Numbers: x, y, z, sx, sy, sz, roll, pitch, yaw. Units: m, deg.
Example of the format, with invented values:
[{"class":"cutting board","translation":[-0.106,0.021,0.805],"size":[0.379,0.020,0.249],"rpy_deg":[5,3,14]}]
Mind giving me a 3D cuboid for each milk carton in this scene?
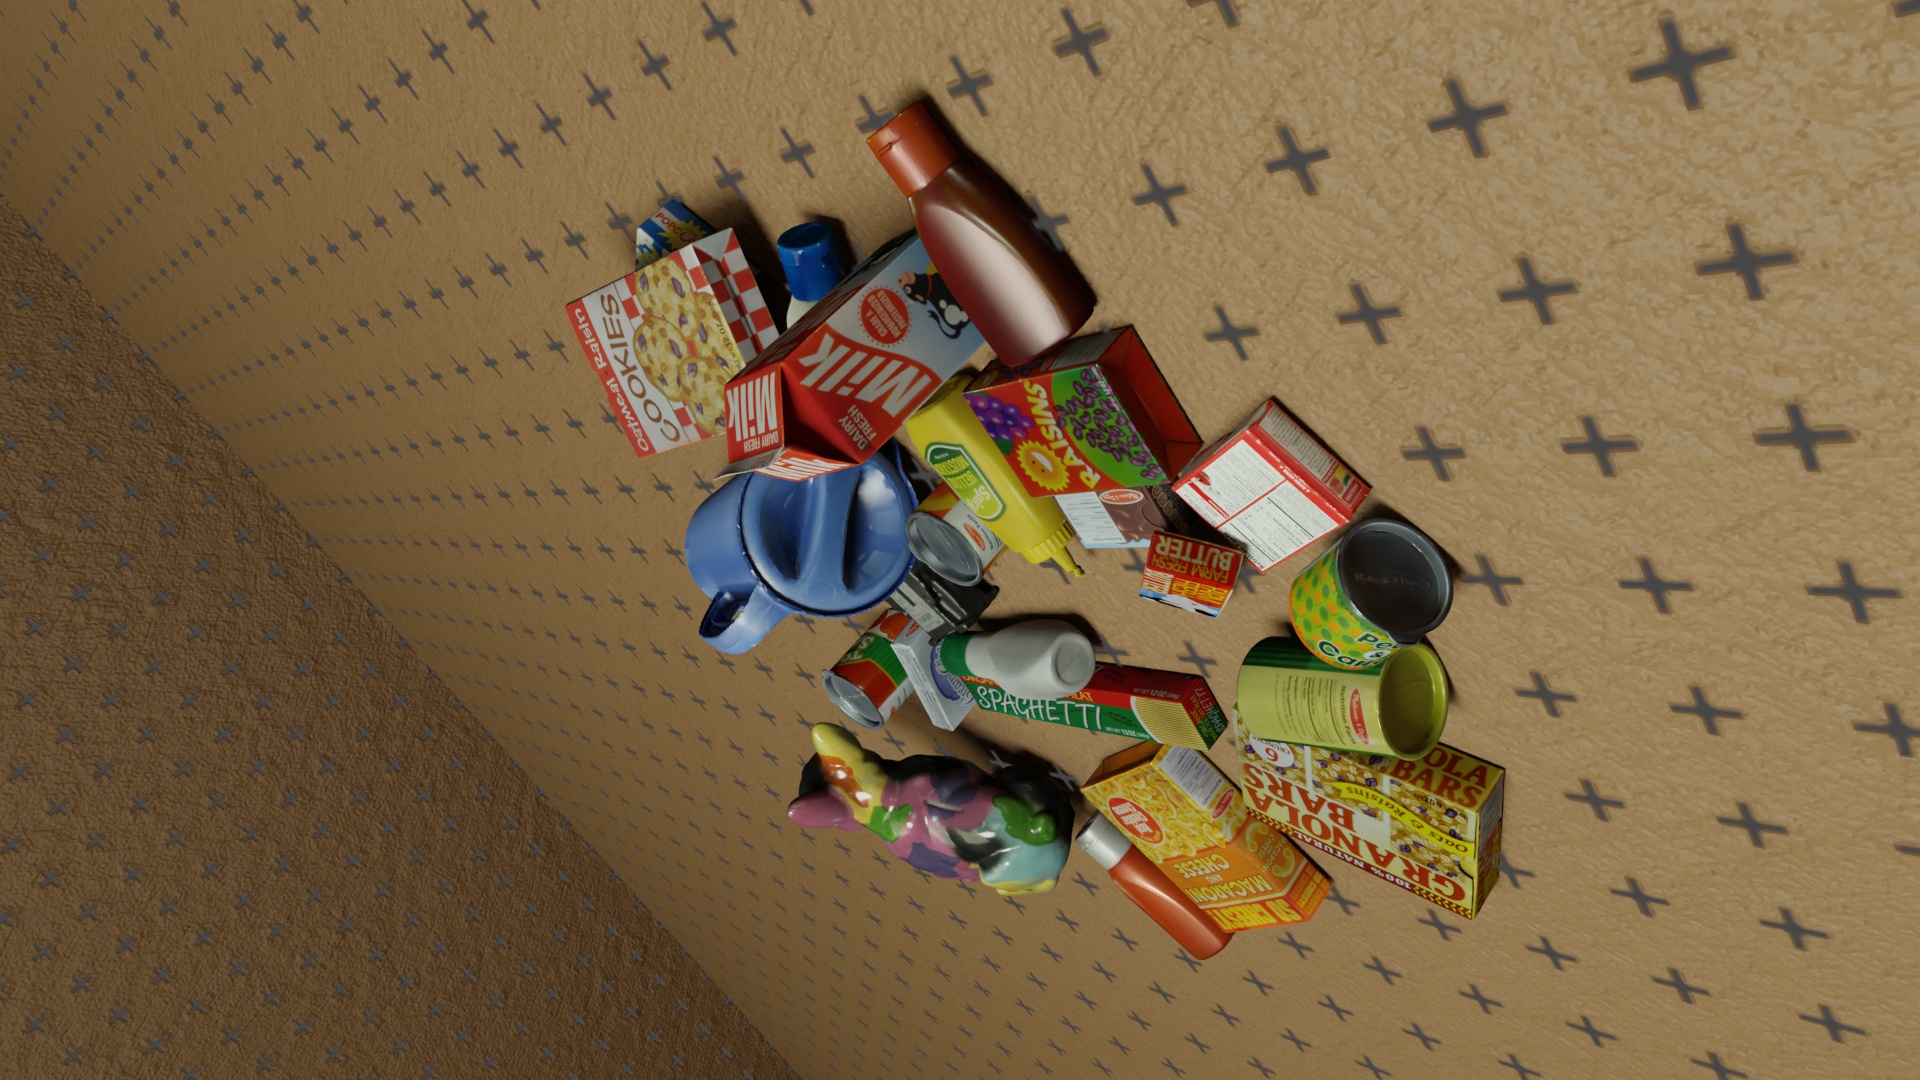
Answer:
[{"class":"milk carton","translation":[-0.061,-0.098,0.784],"size":[0.073,0.191,0.072],"rpy_deg":[53,150,-18]}]

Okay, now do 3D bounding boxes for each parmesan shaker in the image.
[{"class":"parmesan shaker","translation":[0.222,0.087,0.813],"size":[0.103,0.071,0.071],"rpy_deg":[-1,129,53]}]

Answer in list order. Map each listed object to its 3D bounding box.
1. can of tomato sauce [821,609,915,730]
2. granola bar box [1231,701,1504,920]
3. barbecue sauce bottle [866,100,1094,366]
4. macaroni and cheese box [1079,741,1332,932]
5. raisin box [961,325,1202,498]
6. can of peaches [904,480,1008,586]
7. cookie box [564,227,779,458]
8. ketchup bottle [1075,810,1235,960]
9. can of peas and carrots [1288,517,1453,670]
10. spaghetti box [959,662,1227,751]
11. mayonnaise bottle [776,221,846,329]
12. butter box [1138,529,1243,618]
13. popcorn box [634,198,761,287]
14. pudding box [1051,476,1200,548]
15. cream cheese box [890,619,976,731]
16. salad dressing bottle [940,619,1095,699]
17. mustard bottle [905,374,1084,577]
[{"class":"can of tomato sauce","translation":[-0.068,0.108,1.187],"size":[0.071,0.083,0.070],"rpy_deg":[31,149,21]},{"class":"granola bar box","translation":[0.260,0.164,0.895],"size":[0.166,0.039,0.123],"rpy_deg":[22,145,35]},{"class":"barbecue sauce bottle","translation":[0.007,-0.168,0.758],"size":[0.064,0.044,0.148],"rpy_deg":[-22,112,48]},{"class":"macaroni and cheese box","translation":[0.187,0.227,1.072],"size":[0.166,0.040,0.123],"rpy_deg":[44,152,-2]},{"class":"raisin box","translation":[0.069,-0.073,0.815],"size":[0.123,0.040,0.086],"rpy_deg":[-5,127,53]},{"class":"can of peaches","translation":[0.003,-0.012,0.960],"size":[0.071,0.058,0.071],"rpy_deg":[31,150,20]},{"class":"cookie box","translation":[-0.192,-0.130,0.953],"size":[0.167,0.040,0.122],"rpy_deg":[-9,109,46]},{"class":"ketchup bottle","translation":[0.164,0.293,1.186],"size":[0.149,0.044,0.064],"rpy_deg":[41,151,4]},{"class":"can of peas and carrots","translation":[0.217,0.032,0.736],"size":[0.071,0.071,0.058],"rpy_deg":[40,152,5]},{"class":"spaghetti box","translation":[0.091,0.117,1.056],"size":[0.250,0.029,0.050],"rpy_deg":[2,131,50]},{"class":"mayonnaise bottle","translation":[-0.081,-0.133,0.902],"size":[0.041,0.065,0.147],"rpy_deg":[12,136,30]},{"class":"butter box","translation":[0.135,0.021,0.822],"size":[0.053,0.024,0.103],"rpy_deg":[15,170,9]},{"class":"popcorn box","translation":[-0.193,-0.174,1.009],"size":[0.085,0.038,0.126],"rpy_deg":[40,152,6]},{"class":"pudding box","translation":[0.100,-0.022,0.853],"size":[0.083,0.030,0.049],"rpy_deg":[-3,127,53]},{"class":"cream cheese box","translation":[-0.017,0.104,1.149],"size":[0.024,0.053,0.103],"rpy_deg":[12,139,41]},{"class":"salad dressing bottle","translation":[0.039,0.088,1.047],"size":[0.044,0.064,0.147],"rpy_deg":[52,153,-22]},{"class":"mustard bottle","translation":[0.032,-0.034,0.904],"size":[0.160,0.049,0.065],"rpy_deg":[50,152,-13]}]
